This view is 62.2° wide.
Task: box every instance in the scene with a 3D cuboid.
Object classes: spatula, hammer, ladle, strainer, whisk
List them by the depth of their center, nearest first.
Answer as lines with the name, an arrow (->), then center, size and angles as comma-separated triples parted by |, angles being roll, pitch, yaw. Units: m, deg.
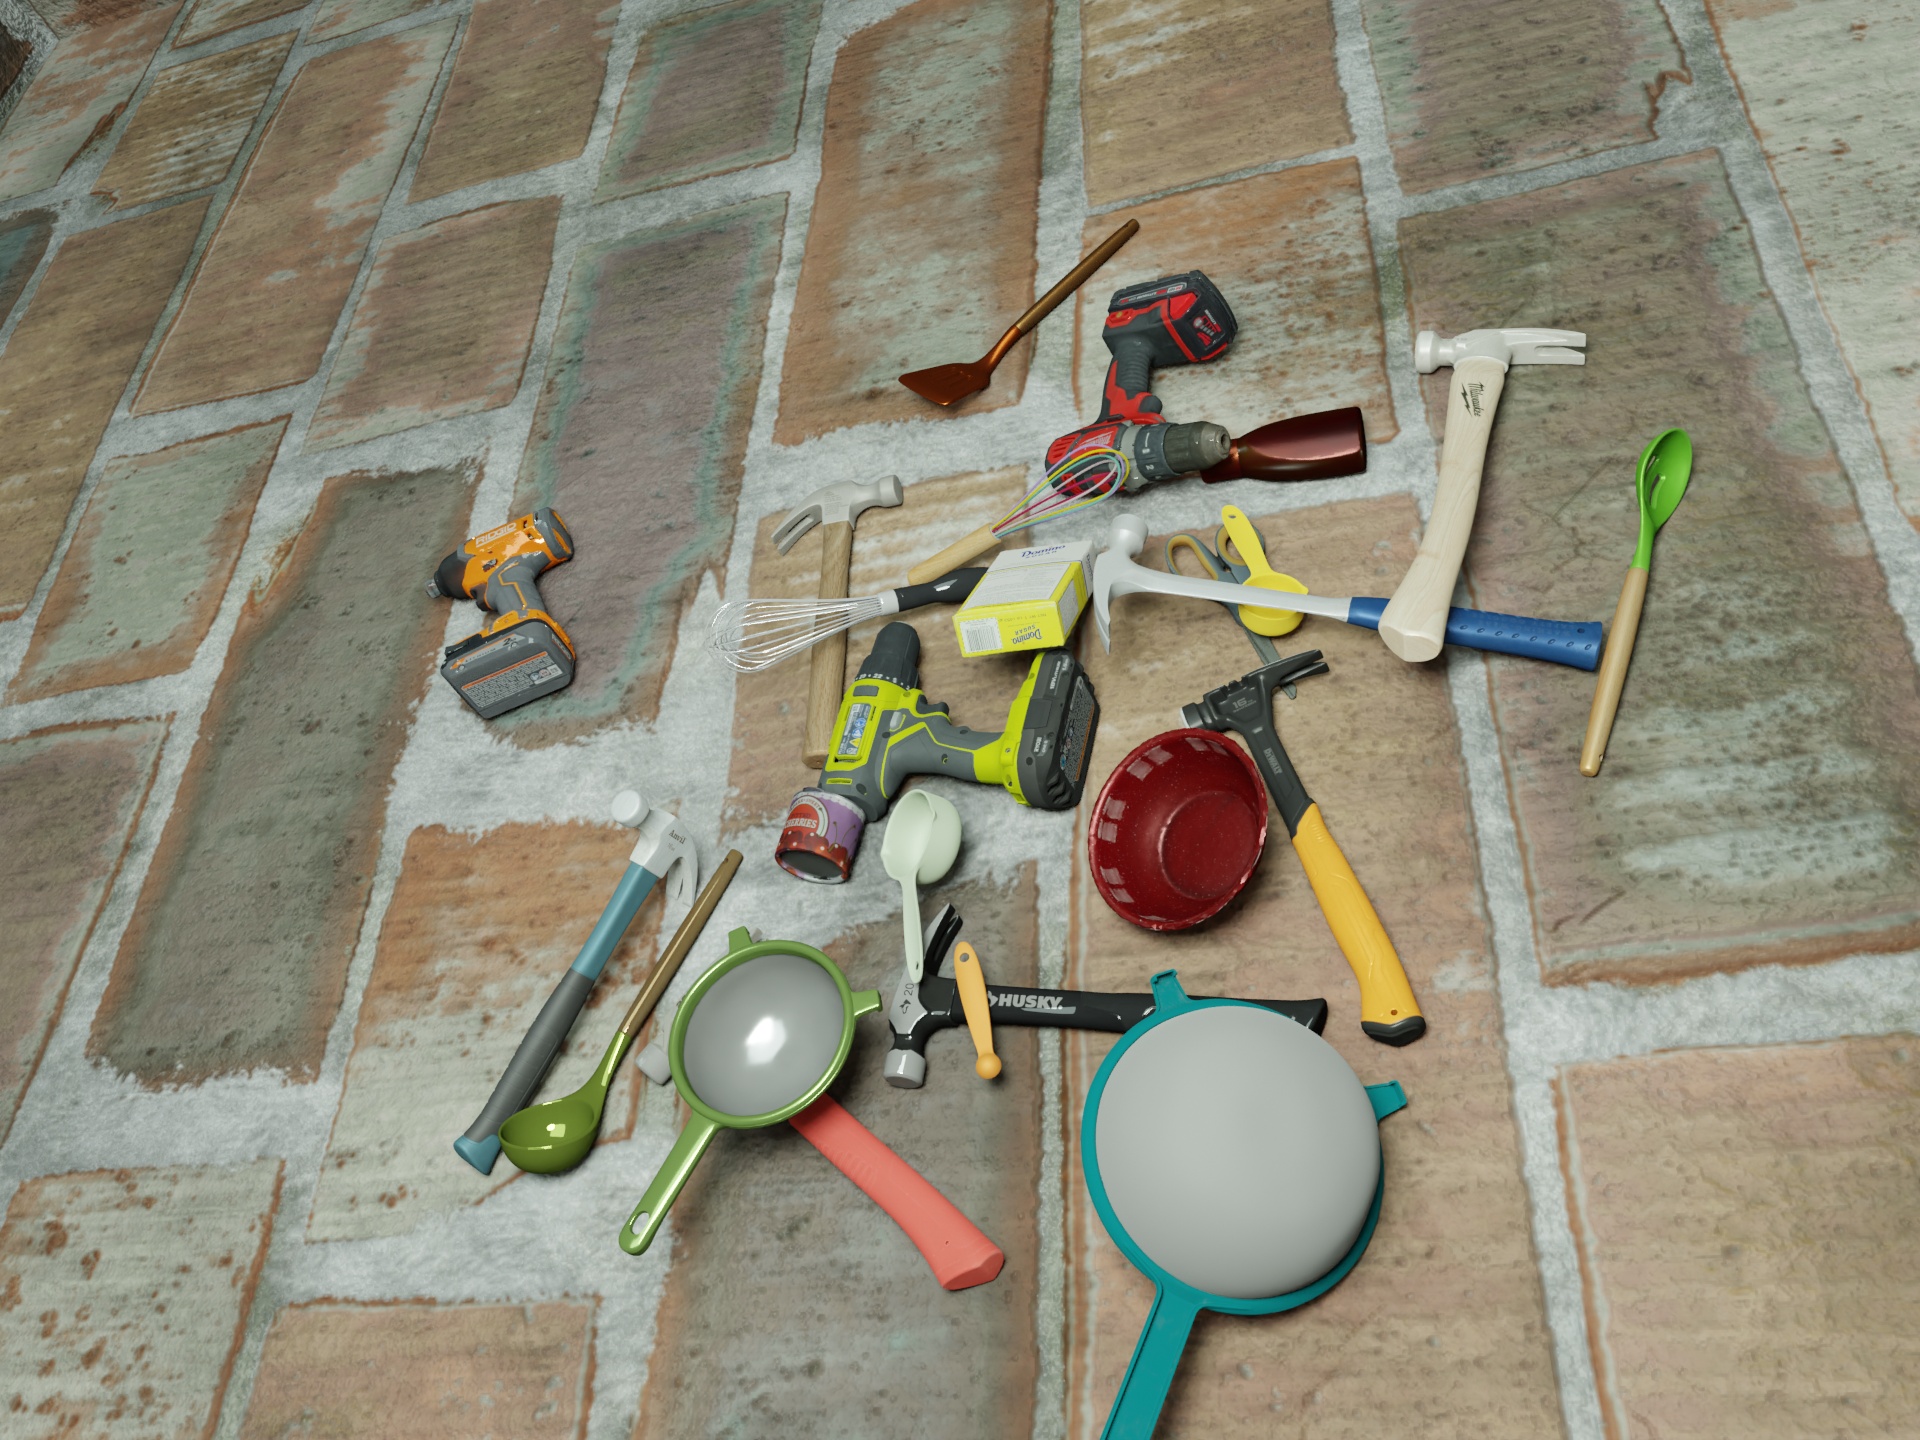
strainer -> 0.164, 0.322, 1.014 | 0.211, 0.095, 0.340 | 26, 61, 5
strainer -> -0.168, 0.291, 1.200 | 0.151, 0.069, 0.256 | 19, 66, 30
hammer -> 0.108, 0.216, 1.209 | 0.335, 0.035, 0.146 | -1, 57, 21
hammer -> 0.281, 0.094, 1.223 | 0.127, 0.034, 0.337 | -26, 52, 10
hammer -> -0.098, 0.305, 1.229 | 0.359, 0.036, 0.149 | 31, 72, 36
hammer -> 0.304, -0.087, 1.293 | 0.405, 0.035, 0.144 | 10, 49, 15
hammer -> 0.426, -0.201, 1.328 | 0.146, 0.038, 0.411 | 5, 48, 24
ladle -> -0.275, 0.235, 1.337 | 0.078, 0.062, 0.320 | 8, 57, 38
hammer -> -0.326, 0.225, 1.338 | 0.033, 0.128, 0.331 | 21, 76, 33
whisk -> -0.098, -0.101, 1.467 | 0.284, 0.070, 0.070 | -14, 50, -11
whisk -> 0.052, -0.181, 1.474 | 0.245, 0.047, 0.051 | -28, 71, 27
hammer -> -0.126, -0.099, 1.526 | 0.130, 0.031, 0.332 | -9, 54, 15
spatula -> 0.074, -0.433, 1.675 | 0.322, 0.041, 0.081 | -44, 52, -13

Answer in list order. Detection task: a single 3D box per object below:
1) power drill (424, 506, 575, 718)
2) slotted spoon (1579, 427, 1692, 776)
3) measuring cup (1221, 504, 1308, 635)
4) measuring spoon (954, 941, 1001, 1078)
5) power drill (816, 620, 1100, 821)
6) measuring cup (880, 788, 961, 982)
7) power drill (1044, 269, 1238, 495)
power drill -> -0.482, -0.113, 1.651 | 0.164, 0.084, 0.227 | -22, 47, 6
slotted spoon -> 0.528, -0.096, 1.254 | 0.031, 0.070, 0.314 | 0, 60, 45
measuring cup -> 0.255, -0.131, 1.385 | 0.062, 0.029, 0.157 | -11, 46, -3
measuring spoon -> 0.011, 0.219, 1.216 | 0.021, 0.011, 0.117 | -19, 53, 8
power drill -> -0.002, -0.004, 1.383 | 0.228, 0.080, 0.191 | 0, 58, 25
measuring cup -> -0.027, 0.136, 1.284 | 0.083, 0.038, 0.168 | -40, 44, 44
power drill -> 0.190, -0.312, 1.498 | 0.188, 0.080, 0.227 | -1, 57, 42
